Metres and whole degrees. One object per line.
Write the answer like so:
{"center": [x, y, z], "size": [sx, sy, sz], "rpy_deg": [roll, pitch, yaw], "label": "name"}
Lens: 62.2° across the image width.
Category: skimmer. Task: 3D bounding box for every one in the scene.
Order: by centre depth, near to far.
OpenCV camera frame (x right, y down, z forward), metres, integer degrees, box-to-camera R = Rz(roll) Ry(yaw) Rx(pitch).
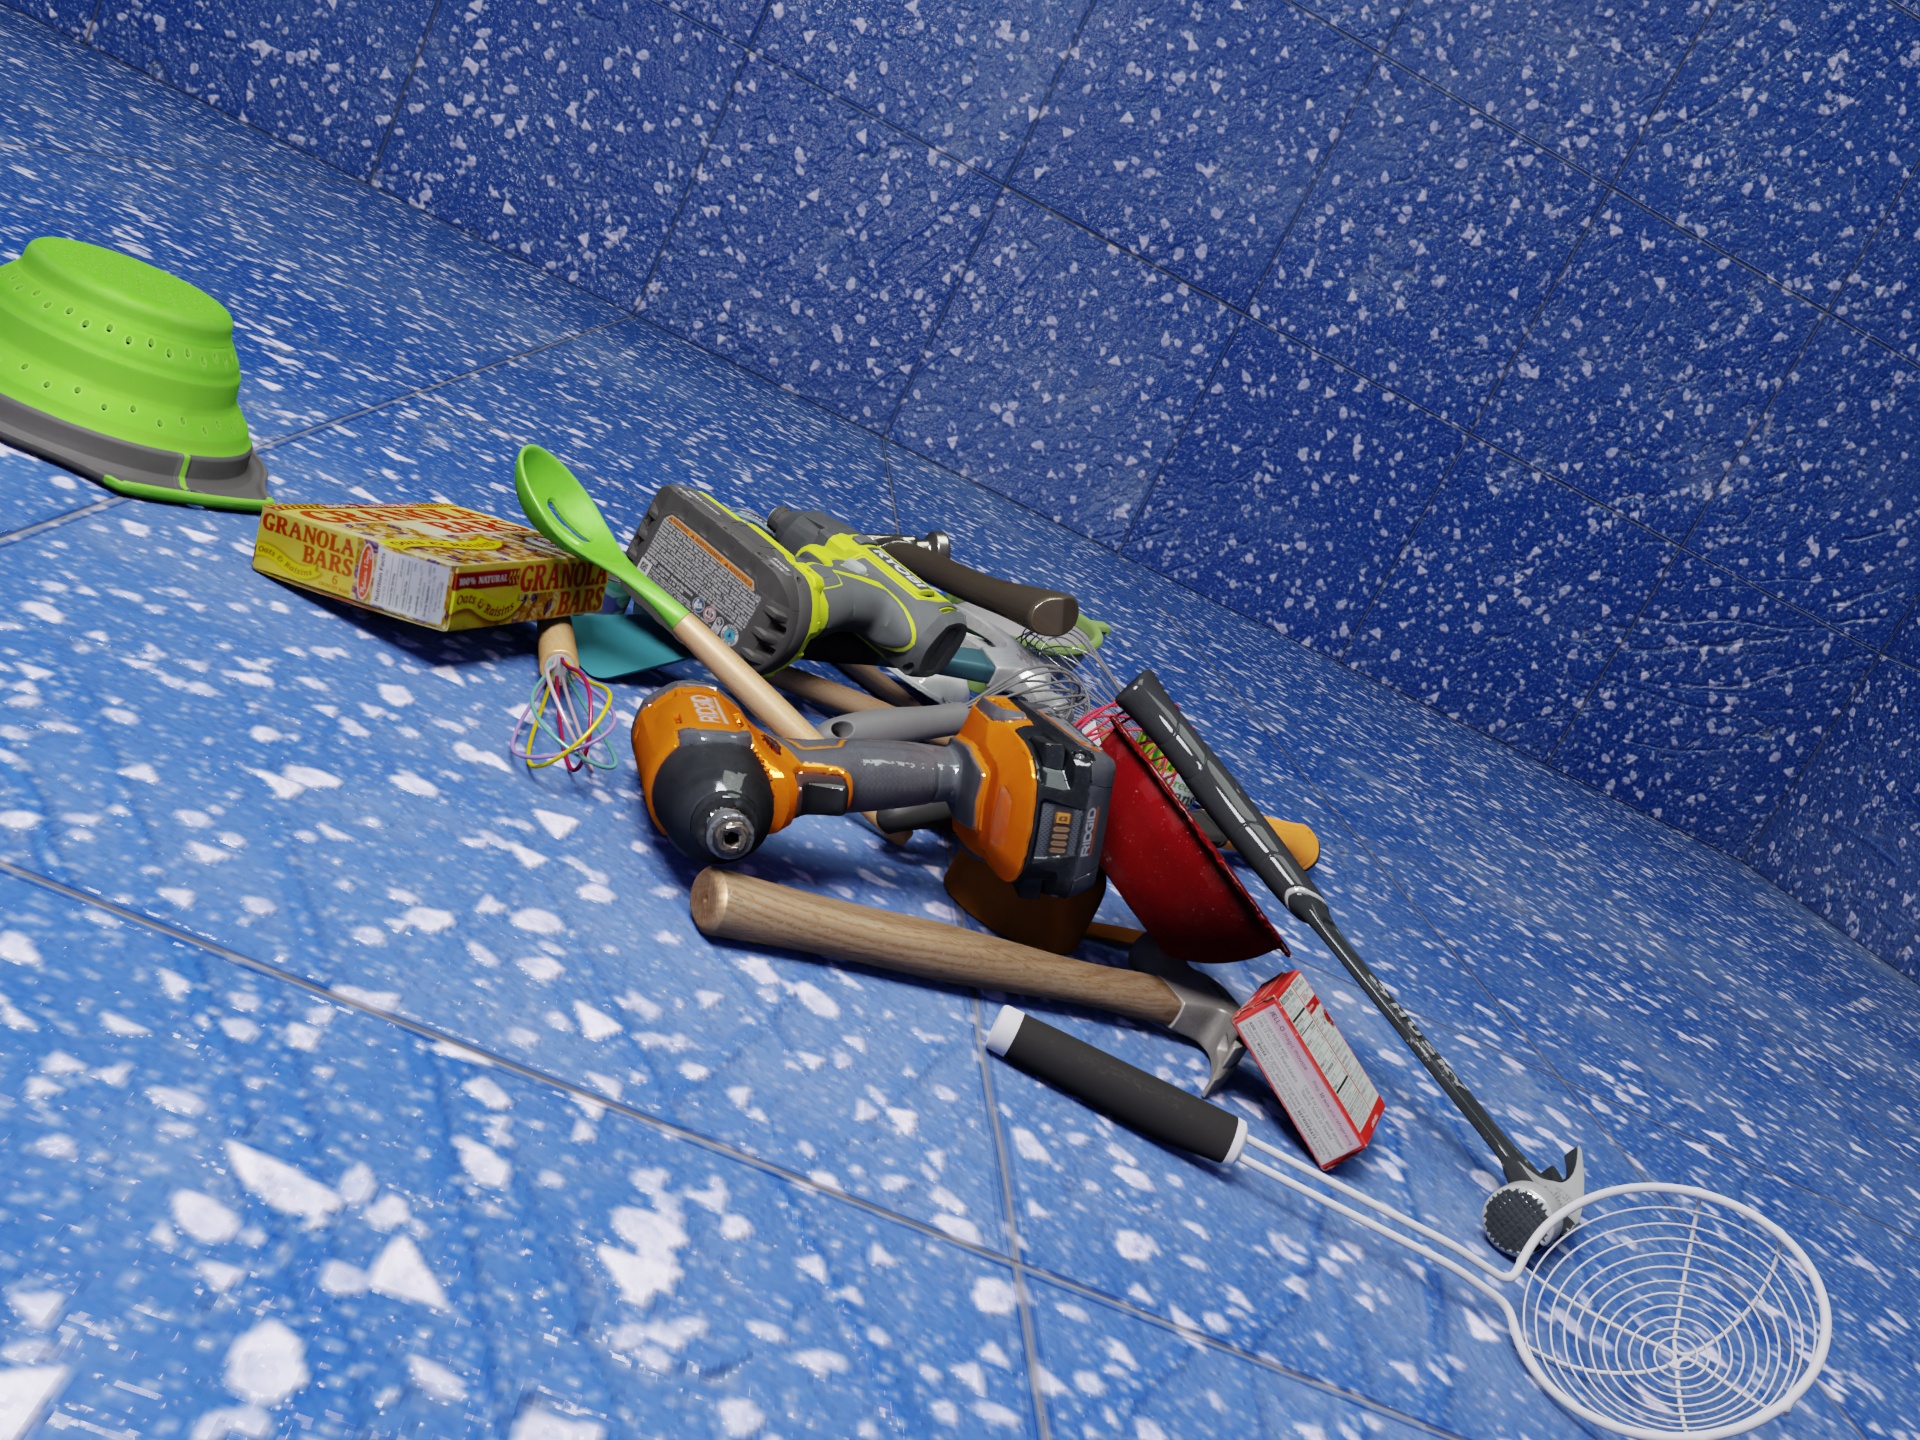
{"center": [0.187, 0.199, 0.700], "size": [0.363, 0.090, 0.127], "rpy_deg": [26, 45, 4], "label": "skimmer"}

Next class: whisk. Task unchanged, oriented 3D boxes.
{"center": [-0.214, -0.024, 0.865], "size": [0.051, 0.047, 0.245], "rpy_deg": [21, 12, -21], "label": "whisk"}
{"center": [0.054, 0.034, 0.997], "size": [0.073, 0.073, 0.295], "rpy_deg": [36, 31, 31], "label": "whisk"}
{"center": [-0.002, -0.005, 1.094], "size": [0.239, 0.055, 0.055], "rpy_deg": [-9, 35, -39], "label": "whisk"}
{"center": [0.145, 0.008, 1.336], "size": [0.284, 0.070, 0.070], "rpy_deg": [37, 7, -29], "label": "whisk"}

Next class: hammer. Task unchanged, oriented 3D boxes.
{"center": [0.019, 0.122, 0.789], "size": [0.331, 0.031, 0.130], "rpy_deg": [18, 16, -33], "label": "hammer"}
{"center": [0.218, 0.122, 0.935], "size": [0.149, 0.036, 0.409], "rpy_deg": [13, 36, -57], "label": "hammer"}
{"center": [-0.076, -0.053, 1.154], "size": [0.330, 0.033, 0.128], "rpy_deg": [7, 32, -33], "label": "hammer"}
{"center": [0.196, 0.079, 1.230], "size": [0.336, 0.034, 0.127], "rpy_deg": [13, 43, -55], "label": "hammer"}
{"center": [-0.015, -0.124, 1.384], "size": [0.146, 0.038, 0.411], "rpy_deg": [-3, 14, -21], "label": "hammer"}

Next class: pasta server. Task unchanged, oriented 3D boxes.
{"center": [-0.133, -0.091, 1.280], "size": [0.060, 0.040, 0.316], "rpy_deg": [-8, 37, -47], "label": "pasta server"}

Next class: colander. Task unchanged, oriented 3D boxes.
{"center": [-0.558, -0.258, 0.957], "size": [0.397, 0.094, 0.204], "rpy_deg": [33, 14, 22], "label": "colander"}

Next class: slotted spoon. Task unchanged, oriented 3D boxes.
{"center": [-0.144, -0.038, 0.919], "size": [0.313, 0.031, 0.070], "rpy_deg": [44, 17, -3], "label": "slotted spoon"}

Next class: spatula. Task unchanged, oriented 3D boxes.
{"center": [-0.122, -0.020, 1.073], "size": [0.317, 0.044, 0.082], "rpy_deg": [21, 14, -42], "label": "spatula"}

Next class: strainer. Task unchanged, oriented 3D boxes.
{"center": [0.010, 0.000, 1.216], "size": [0.086, 0.050, 0.259], "rpy_deg": [25, 15, -41], "label": "strainer"}
{"center": [0.038, -0.049, 1.403], "size": [0.151, 0.069, 0.256], "rpy_deg": [17, 22, 8], "label": "strainer"}

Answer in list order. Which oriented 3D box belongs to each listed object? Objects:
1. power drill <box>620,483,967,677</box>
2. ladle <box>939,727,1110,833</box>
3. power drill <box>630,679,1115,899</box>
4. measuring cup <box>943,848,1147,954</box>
{"center": [-0.113, -0.094, 1.060], "size": [0.171, 0.080, 0.223], "rpy_deg": [39, 20, 20], "label": "power drill"}
{"center": [0.043, 0.033, 1.106], "size": [0.069, 0.031, 0.315], "rpy_deg": [40, 23, 16], "label": "ladle"}
{"center": [-0.044, 0.035, 0.789], "size": [0.226, 0.084, 0.164], "rpy_deg": [5, 15, -17], "label": "power drill"}
{"center": [0.075, 0.099, 0.933], "size": [0.173, 0.052, 0.095], "rpy_deg": [17, 17, -30], "label": "measuring cup"}
